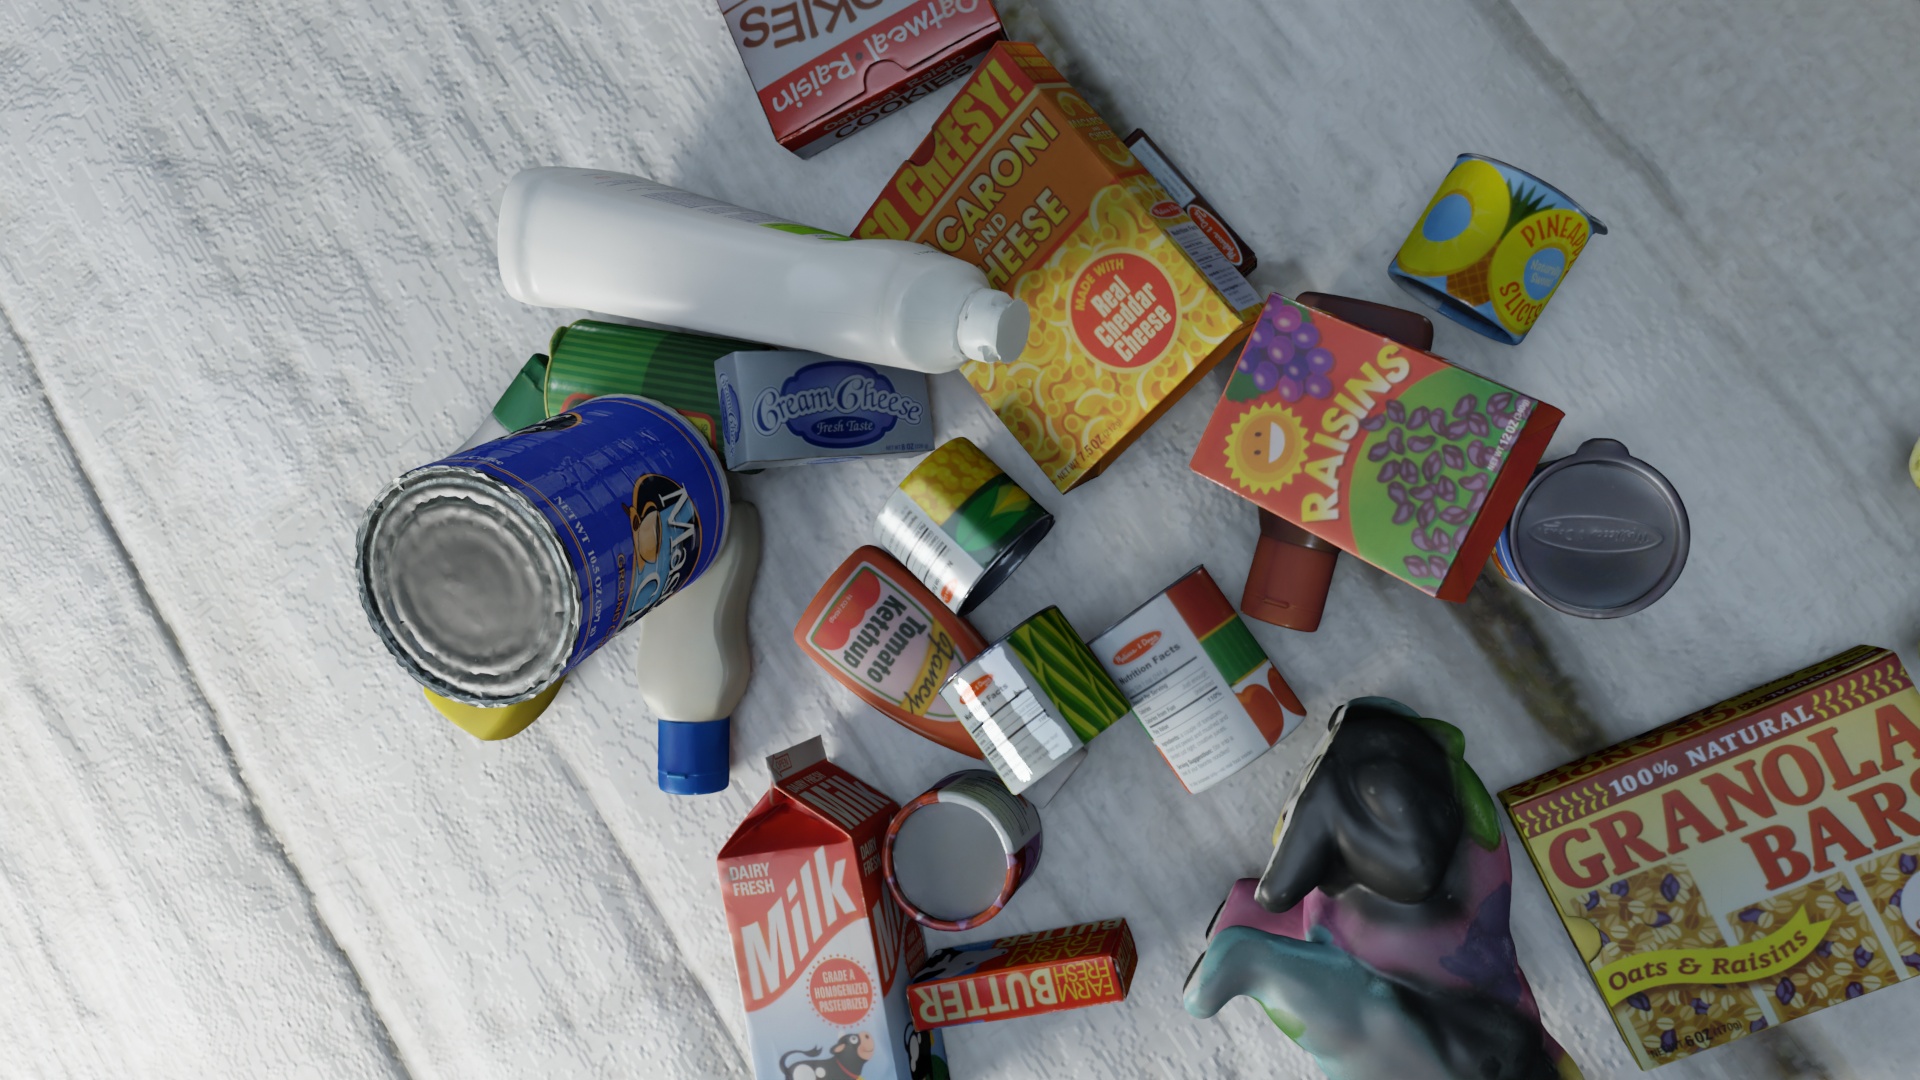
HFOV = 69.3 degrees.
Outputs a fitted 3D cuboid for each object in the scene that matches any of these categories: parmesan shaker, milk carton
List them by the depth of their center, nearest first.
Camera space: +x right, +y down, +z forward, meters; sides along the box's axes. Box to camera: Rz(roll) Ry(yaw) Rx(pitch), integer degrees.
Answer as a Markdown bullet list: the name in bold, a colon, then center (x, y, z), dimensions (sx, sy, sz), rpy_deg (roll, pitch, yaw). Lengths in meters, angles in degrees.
- **milk carton**: center (-0.063, 0.193, 0.676), dimensions (0.073, 0.072, 0.190), rpy_deg (-11, 88, 15)
- **parmesan shaker**: center (-0.145, -0.073, 0.693), dimensions (0.103, 0.071, 0.071), rpy_deg (10, 94, 14)

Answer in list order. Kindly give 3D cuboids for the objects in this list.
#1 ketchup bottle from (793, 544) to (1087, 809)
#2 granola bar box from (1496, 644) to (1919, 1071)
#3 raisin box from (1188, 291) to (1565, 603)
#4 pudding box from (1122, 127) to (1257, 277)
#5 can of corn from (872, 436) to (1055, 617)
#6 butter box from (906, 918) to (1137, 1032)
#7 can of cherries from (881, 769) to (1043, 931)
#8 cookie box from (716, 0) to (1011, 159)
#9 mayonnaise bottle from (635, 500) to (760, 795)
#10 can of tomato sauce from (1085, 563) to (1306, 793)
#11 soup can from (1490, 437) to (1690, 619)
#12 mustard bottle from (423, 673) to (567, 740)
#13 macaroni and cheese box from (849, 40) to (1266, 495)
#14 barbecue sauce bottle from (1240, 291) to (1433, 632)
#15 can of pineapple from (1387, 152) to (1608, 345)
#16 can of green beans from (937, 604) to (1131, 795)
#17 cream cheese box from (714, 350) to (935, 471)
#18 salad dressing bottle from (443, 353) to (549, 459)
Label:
- **ketchup bottle**: center (-0.007, 0.069, 0.674), dimensions (0.149, 0.043, 0.064), rpy_deg (38, 94, 10)
- **granola bar box**: center (0.336, 0.134, 0.588), dimensions (0.165, 0.039, 0.124), rpy_deg (-27, 84, 13)
- **raisin box**: center (0.167, -0.041, 0.569), dimensions (0.123, 0.040, 0.086), rpy_deg (32, 106, 36)
- **pudding box**: center (0.094, -0.144, 0.651), dimensions (0.049, 0.030, 0.084), rpy_deg (-41, 81, 11)
- **can of corn**: center (0.002, -0.008, 0.660), dimensions (0.058, 0.071, 0.071), rpy_deg (43, 101, 10)
- **butter box**: center (0.030, 0.206, 0.662), dimensions (0.103, 0.053, 0.024), rpy_deg (-14, 90, 15)
- **can of cherries**: center (0.000, 0.150, 0.665), dimensions (0.071, 0.058, 0.071), rpy_deg (0, 91, 14)
- **cookie box**: center (-0.064, -0.292, 0.684), dimensions (0.123, 0.040, 0.167), rpy_deg (-24, 85, 14)
- **mayonnaise bottle**: center (-0.136, 0.053, 0.709), dimensions (0.065, 0.041, 0.148), rpy_deg (2, 92, 17)
- **can of tomato sauce**: center (0.108, 0.062, 0.634), dimensions (0.071, 0.071, 0.083), rpy_deg (-36, 83, 13)
- **soup can**: center (0.260, -0.006, 0.582), dimensions (0.071, 0.084, 0.071), rpy_deg (0, 91, 14)
- **mustard bottle**: center (-0.218, 0.026, 0.725), dimensions (0.065, 0.049, 0.160), rpy_deg (35, 98, 13)
- **macaroni and cheese box**: center (0.041, -0.124, 0.638), dimensions (0.166, 0.040, 0.123), rpy_deg (51, 125, 9)
- **barbecue sauce bottle**: center (0.163, -0.034, 0.628), dimensions (0.065, 0.044, 0.148), rpy_deg (17, 96, 23)
- **can of pineapple**: center (0.228, -0.124, 0.596), dimensions (0.071, 0.071, 0.057), rpy_deg (33, 100, 12)
- **can of green beans**: center (0.033, 0.071, 0.617), dimensions (0.071, 0.071, 0.058), rpy_deg (-39, 80, 12)
- **cream cheese box**: center (-0.064, -0.064, 0.663), dimensions (0.024, 0.104, 0.053), rpy_deg (-12, 86, 55)
- **salad dressing bottle**: center (-0.252, -0.031, 0.736), dimensions (0.064, 0.044, 0.147), rpy_deg (43, 100, 23)
